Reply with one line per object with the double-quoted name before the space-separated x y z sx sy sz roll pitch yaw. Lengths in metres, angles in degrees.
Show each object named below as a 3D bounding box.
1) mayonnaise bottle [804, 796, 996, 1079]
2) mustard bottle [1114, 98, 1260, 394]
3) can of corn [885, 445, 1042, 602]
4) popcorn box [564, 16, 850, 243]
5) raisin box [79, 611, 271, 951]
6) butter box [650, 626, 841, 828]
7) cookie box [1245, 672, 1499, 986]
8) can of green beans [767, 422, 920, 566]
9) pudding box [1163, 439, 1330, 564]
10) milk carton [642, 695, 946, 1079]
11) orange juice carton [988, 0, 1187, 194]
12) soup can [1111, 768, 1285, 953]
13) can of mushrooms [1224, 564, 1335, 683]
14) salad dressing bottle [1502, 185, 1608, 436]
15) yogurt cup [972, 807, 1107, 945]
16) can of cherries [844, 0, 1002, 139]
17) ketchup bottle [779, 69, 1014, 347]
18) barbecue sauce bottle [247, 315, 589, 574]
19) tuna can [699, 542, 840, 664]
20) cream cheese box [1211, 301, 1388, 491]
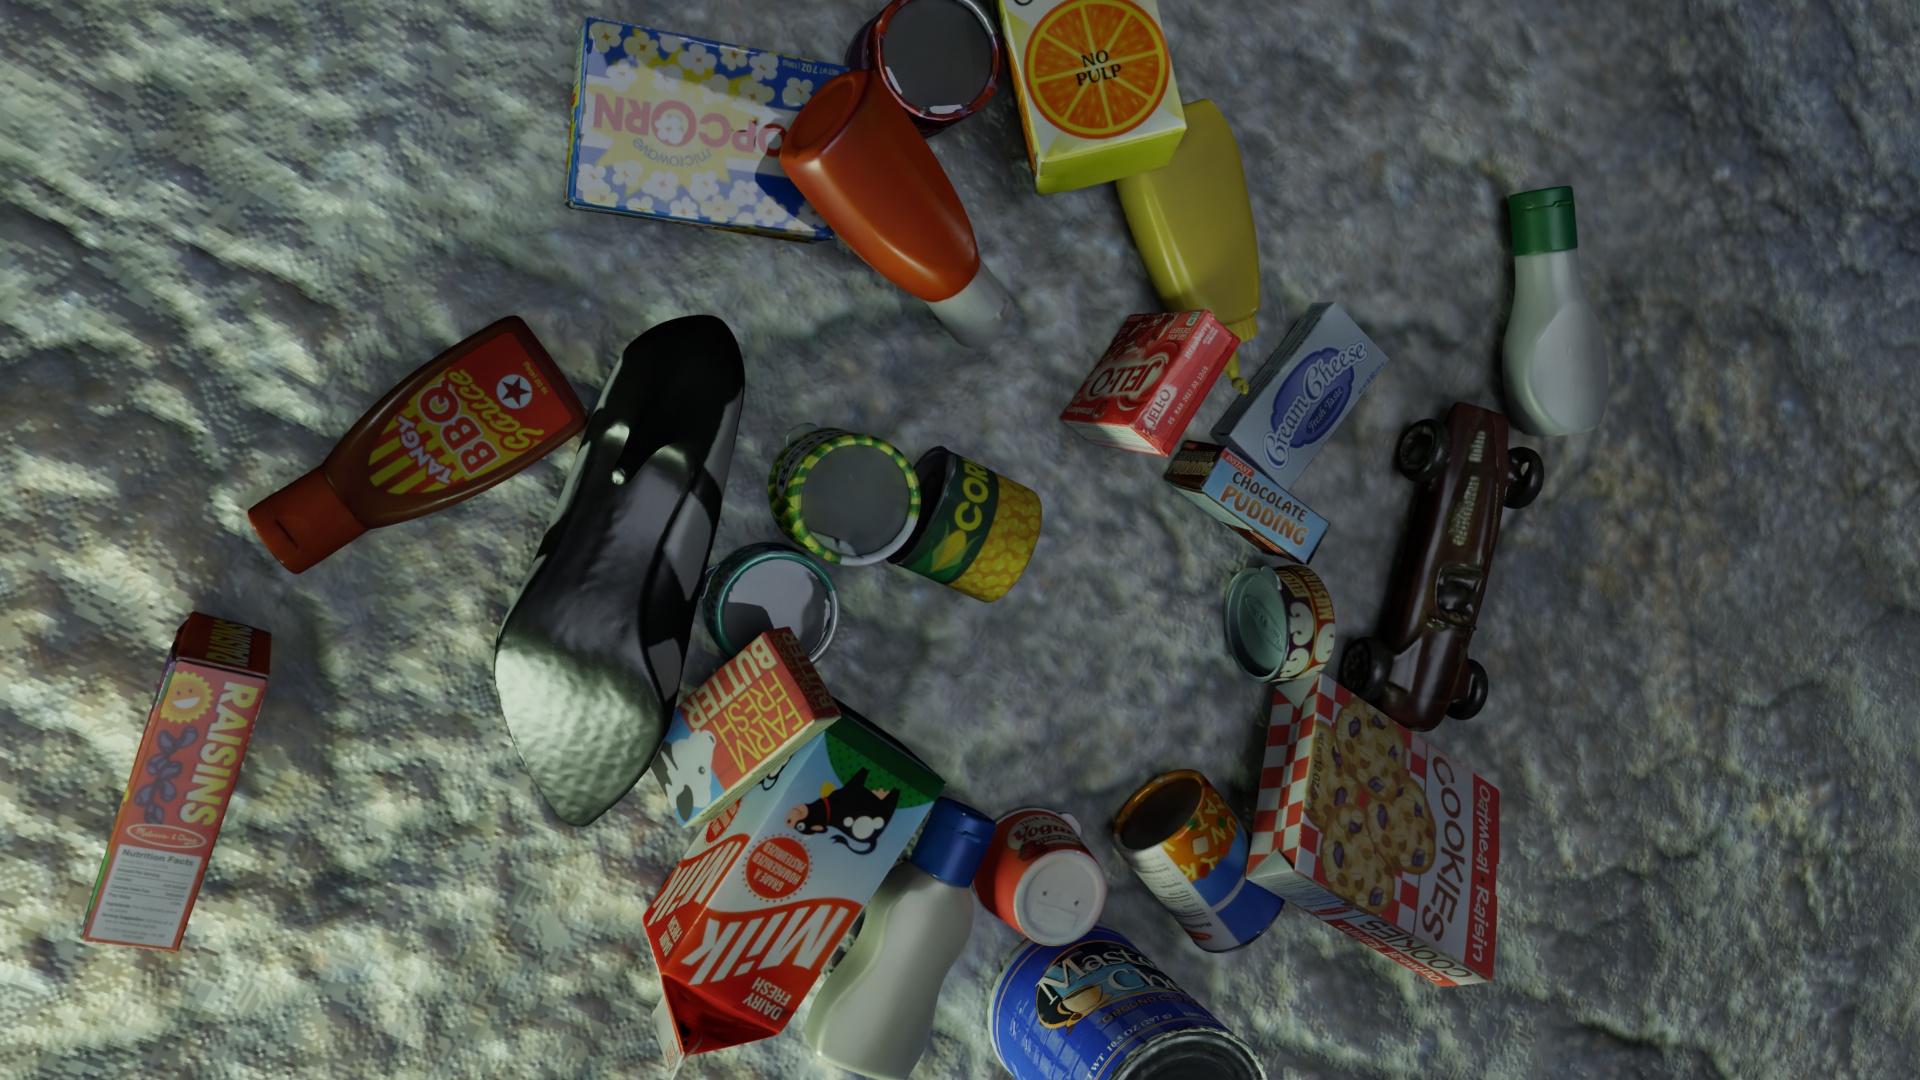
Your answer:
"mayonnaise bottle" -0.027 0.214 0.753 0.065 0.041 0.148 27 86 -22
"mustard bottle" 0.131 -0.155 0.760 0.065 0.049 0.160 -20 103 -12
"can of corn" 0.003 -0.009 0.721 0.058 0.071 0.071 24 88 -22
"popcorn box" -0.122 -0.195 0.671 0.127 0.038 0.085 4 94 -20
"raisin box" -0.338 0.101 0.603 0.040 0.086 0.123 19 90 -27
"butter box" -0.109 0.092 0.679 0.103 0.024 0.053 -40 73 25
"cookie box" 0.247 0.171 0.812 0.167 0.040 0.123 32 55 -23
"can of green beans" -0.060 -0.023 0.703 0.071 0.058 0.071 -2 97 -19
"pudding box" 0.162 -0.022 0.787 0.083 0.050 0.030 34 87 -19
"milk carton" -0.097 0.175 0.706 0.073 0.072 0.191 37 84 -20
"orange juice carton" 0.051 -0.278 0.686 0.073 0.072 0.192 -14 90 1
"soup can" 0.138 0.180 0.794 0.071 0.071 0.083 -42 108 -10
"can of mushrooms" 0.182 0.045 0.792 0.033 0.071 0.071 -3 98 -20
"salad dressing bottle" 0.360 -0.139 0.848 0.064 0.044 0.147 -10 99 -16
"yogurt cup" 0.046 0.188 0.768 0.072 0.054 0.072 -3 98 -19
"can of cherries" -0.020 -0.234 0.692 0.071 0.058 0.071 -2 97 -20
"ketchup bottle" -0.024 -0.155 0.683 0.148 0.043 0.065 47 60 -41
"barbecue sauce bottle" -0.251 -0.040 0.641 0.149 0.043 0.064 -35 105 -12
"tuna can" -0.098 0.034 0.709 0.071 0.033 0.071 -3 97 -20
"cream cheese box" 0.197 -0.083 0.806 0.053 0.024 0.104 41 82 -18
